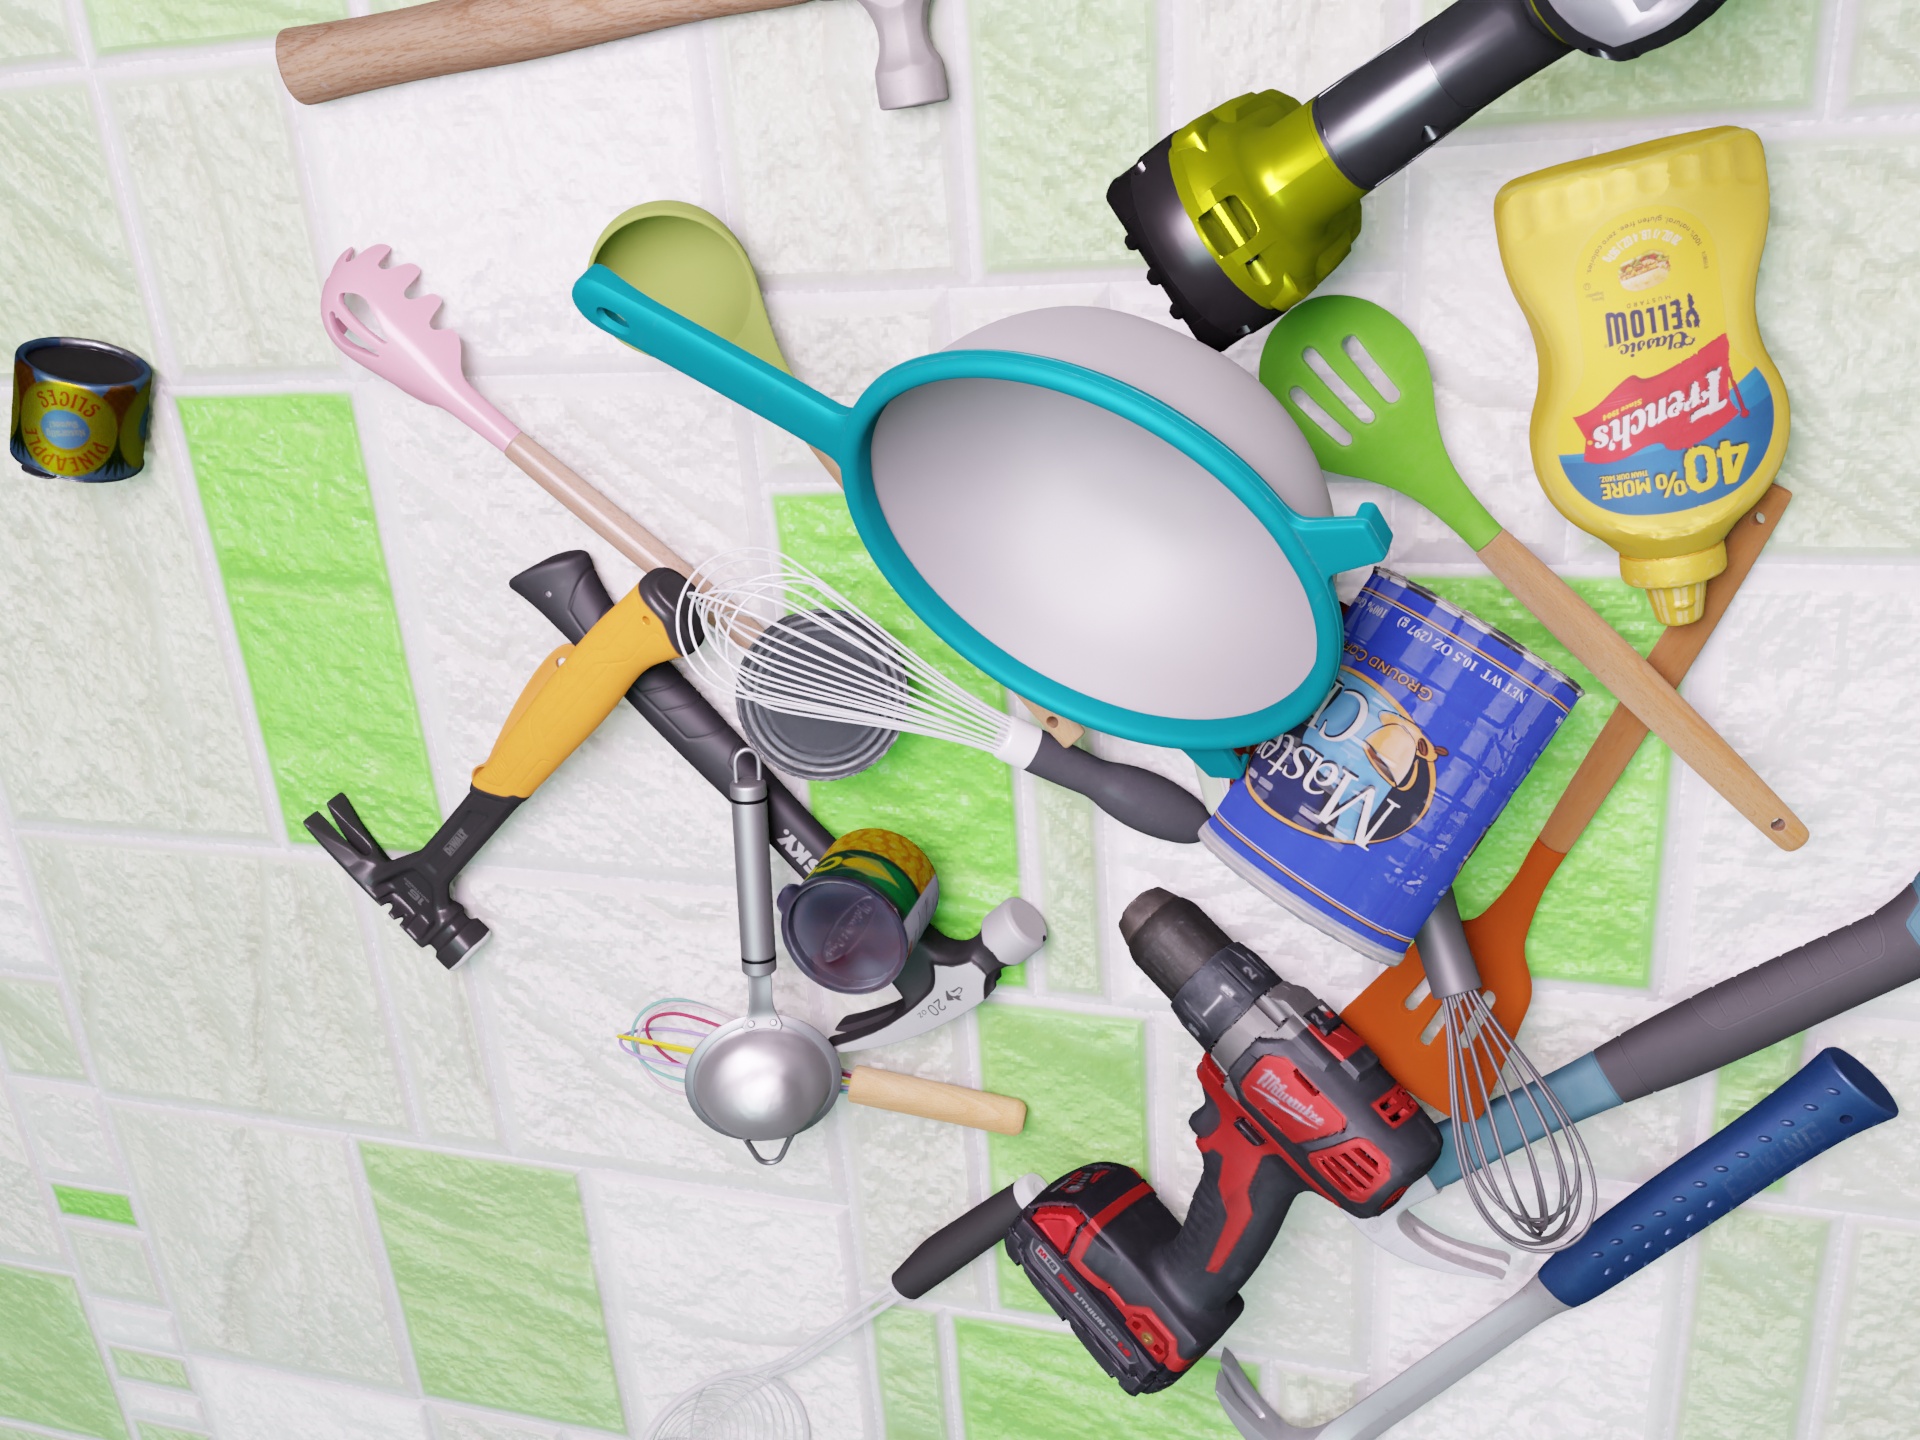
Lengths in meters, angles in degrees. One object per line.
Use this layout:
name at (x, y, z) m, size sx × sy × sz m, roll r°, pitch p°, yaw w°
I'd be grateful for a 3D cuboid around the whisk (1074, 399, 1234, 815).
whisk at (0.100, -0.058, 0.733) m, size 0.059 × 0.058 × 0.246 m, roll 17°, pitch 132°, yaw 52°

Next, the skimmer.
skimmer at (-0.069, 0.399, 0.965) m, size 0.127 × 0.090 × 0.363 m, roll 29°, pitch 121°, yaw -33°

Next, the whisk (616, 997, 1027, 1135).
whisk at (-0.082, 0.204, 0.918) m, size 0.245 × 0.051 × 0.047 m, roll 9°, pitch 136°, yaw 10°

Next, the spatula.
spatula at (0.279, 0.039, 0.721) m, size 0.081 × 0.041 × 0.322 m, roll 36°, pitch 119°, yaw 26°

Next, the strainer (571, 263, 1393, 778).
strainer at (0.009, -0.120, 0.638) m, size 0.340 × 0.095 × 0.210 m, roll 30°, pitch 153°, yaw 8°

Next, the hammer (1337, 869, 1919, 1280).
hammer at (0.319, 0.161, 0.753) m, size 0.331 × 0.033 × 0.128 m, roll -34°, pitch 79°, yaw 24°

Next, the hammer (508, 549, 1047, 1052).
hammer at (-0.116, 0.039, 0.856) m, size 0.334 × 0.035 × 0.146 m, roll 46°, pitch 118°, yaw -5°

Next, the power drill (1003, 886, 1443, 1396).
power drill at (0.113, 0.214, 0.817) m, size 0.188 × 0.080 × 0.226 m, roll 46°, pitch 123°, yaw 22°

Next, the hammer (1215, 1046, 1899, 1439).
hammer at (0.299, 0.299, 0.830) m, size 0.144 × 0.035 × 0.405 m, roll 39°, pitch 119°, yaw -1°

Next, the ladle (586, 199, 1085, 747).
ladle at (-0.054, -0.109, 0.737) m, size 0.078 × 0.062 × 0.320 m, roll -41°, pitch 88°, yaw 31°

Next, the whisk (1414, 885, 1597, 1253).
whisk at (0.230, 0.122, 0.727) m, size 0.055 × 0.055 × 0.239 m, roll -22°, pitch 77°, yaw 25°

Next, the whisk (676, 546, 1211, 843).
whisk at (-0.001, -0.004, 0.760) m, size 0.284 × 0.070 × 0.070 m, roll 24°, pitch 119°, yaw -14°

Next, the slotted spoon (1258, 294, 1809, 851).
slotted spoon at (0.245, -0.060, 0.677) m, size 0.314 × 0.031 × 0.070 m, roll 45°, pitch 114°, yaw 2°

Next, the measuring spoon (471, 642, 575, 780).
measuring spoon at (-0.243, -0.001, 0.897) m, size 0.021 × 0.011 × 0.117 m, roll 39°, pitch 115°, yaw -1°

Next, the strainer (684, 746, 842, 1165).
strainer at (-0.109, 0.138, 0.851) m, size 0.087 × 0.050 × 0.258 m, roll -3°, pitch 107°, yaw -7°

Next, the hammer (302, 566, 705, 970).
hammer at (-0.243, 0.018, 0.862) m, size 0.127 × 0.034 × 0.337 m, roll 46°, pitch 127°, yaw -5°

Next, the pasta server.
pasta server at (-0.205, -0.128, 0.821) m, size 0.316 × 0.040 × 0.060 m, roll 39°, pitch 119°, yaw -6°

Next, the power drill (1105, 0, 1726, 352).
power drill at (0.180, -0.237, 0.571) m, size 0.228 × 0.190 × 0.080 m, roll -27°, pitch 103°, yaw 41°

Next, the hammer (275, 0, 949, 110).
hammer at (-0.170, -0.324, 0.719) m, size 0.331 × 0.031 × 0.130 m, roll -1°, pitch 112°, yaw 19°
